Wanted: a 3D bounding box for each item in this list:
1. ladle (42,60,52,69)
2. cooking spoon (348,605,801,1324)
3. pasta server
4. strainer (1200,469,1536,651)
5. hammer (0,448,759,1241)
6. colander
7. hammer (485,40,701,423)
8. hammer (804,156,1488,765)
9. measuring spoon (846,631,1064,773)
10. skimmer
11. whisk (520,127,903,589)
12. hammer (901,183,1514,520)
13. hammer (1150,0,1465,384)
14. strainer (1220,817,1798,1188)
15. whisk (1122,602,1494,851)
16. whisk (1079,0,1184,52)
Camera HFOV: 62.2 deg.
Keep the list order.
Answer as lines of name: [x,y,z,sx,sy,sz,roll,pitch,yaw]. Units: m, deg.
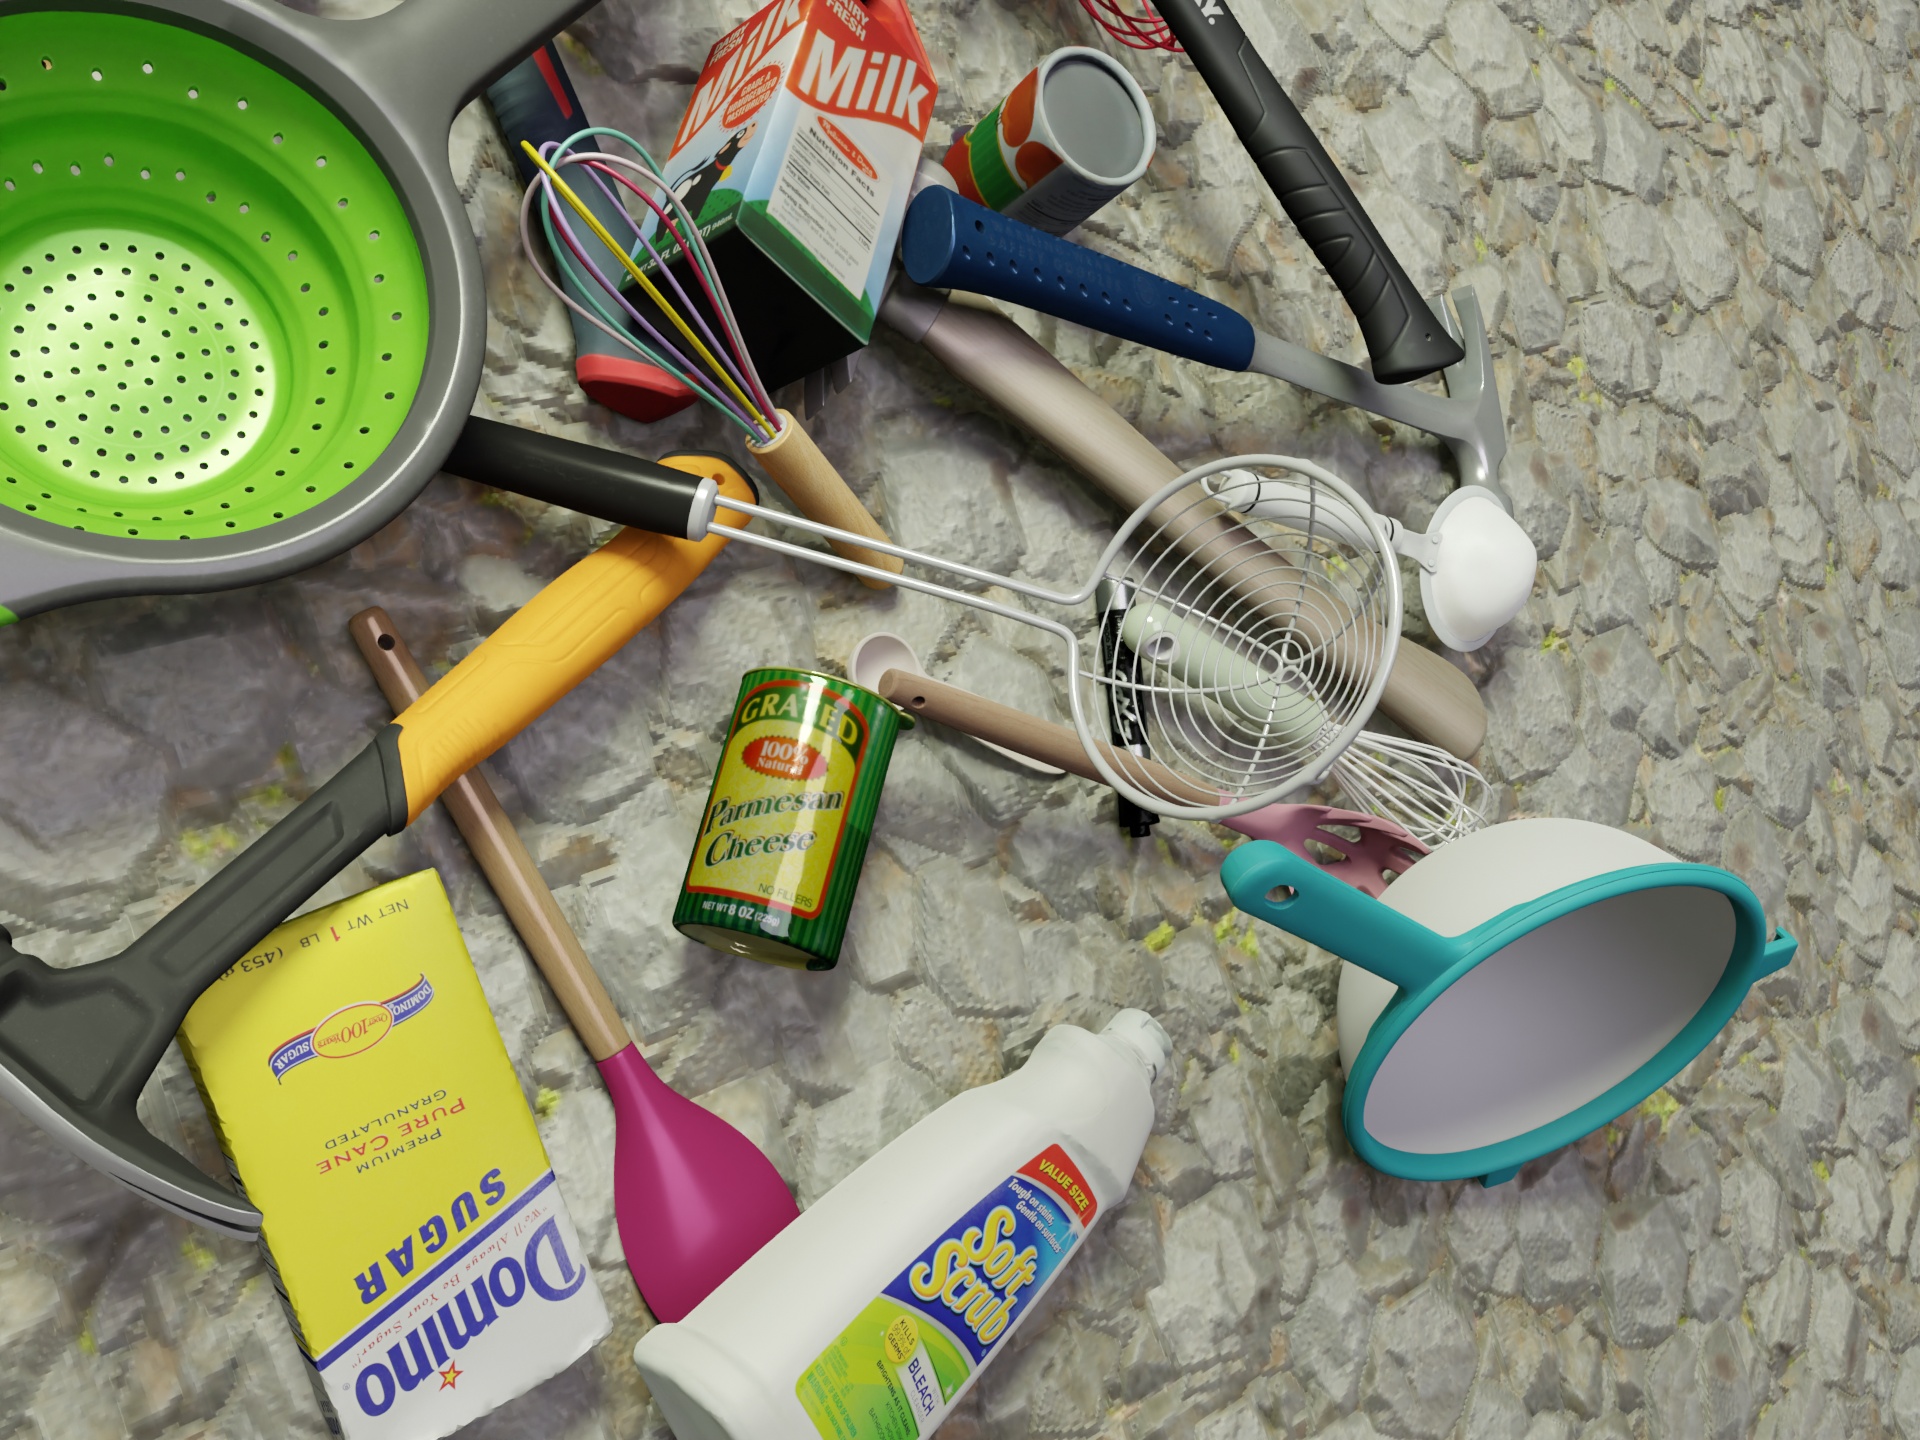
ladle: [-0.431,-0.289,0.490,0.315,0.031,0.069,30,65,-24]
cooking spoon: [-0.141,0.101,0.590,0.069,0.017,0.319,-32,98,-33]
pasta server: [0.095,0.034,0.707,0.316,0.040,0.060,20,112,-35]
strainer: [0.216,-0.088,0.787,0.258,0.050,0.087,10,89,-33]
hammer: [-0.170,0.010,0.544,0.127,0.034,0.337,39,52,1]
colander: [-0.223,-0.189,0.552,0.204,0.094,0.397,46,62,-16]
hammer: [-0.181,-0.307,0.634,0.143,0.038,0.386,-26,94,-33]
hammer: [0.107,-0.087,0.749,0.410,0.038,0.146,34,51,-23]
measuring spoon: [-0.001,-0.002,0.699,0.124,0.018,0.034,27,68,-31]
skimmer: [-0.037,-0.064,0.546,0.363,0.090,0.127,16,86,5]
whisk: [-0.084,-0.125,0.597,0.244,0.047,0.051,49,61,-50]
hammer: [0.141,-0.184,0.767,0.405,0.035,0.144,7,76,-39]
hammer: [0.134,-0.299,0.739,0.146,0.035,0.334,-42,102,-20]
strainer: [0.212,0.093,0.711,0.340,0.211,0.095,27,25,-37]
whisk: [0.172,0.006,0.772,0.246,0.057,0.059,29,32,-27]
whisk: [0.049,-0.462,0.791,0.073,0.073,0.296,-21,85,-32]
